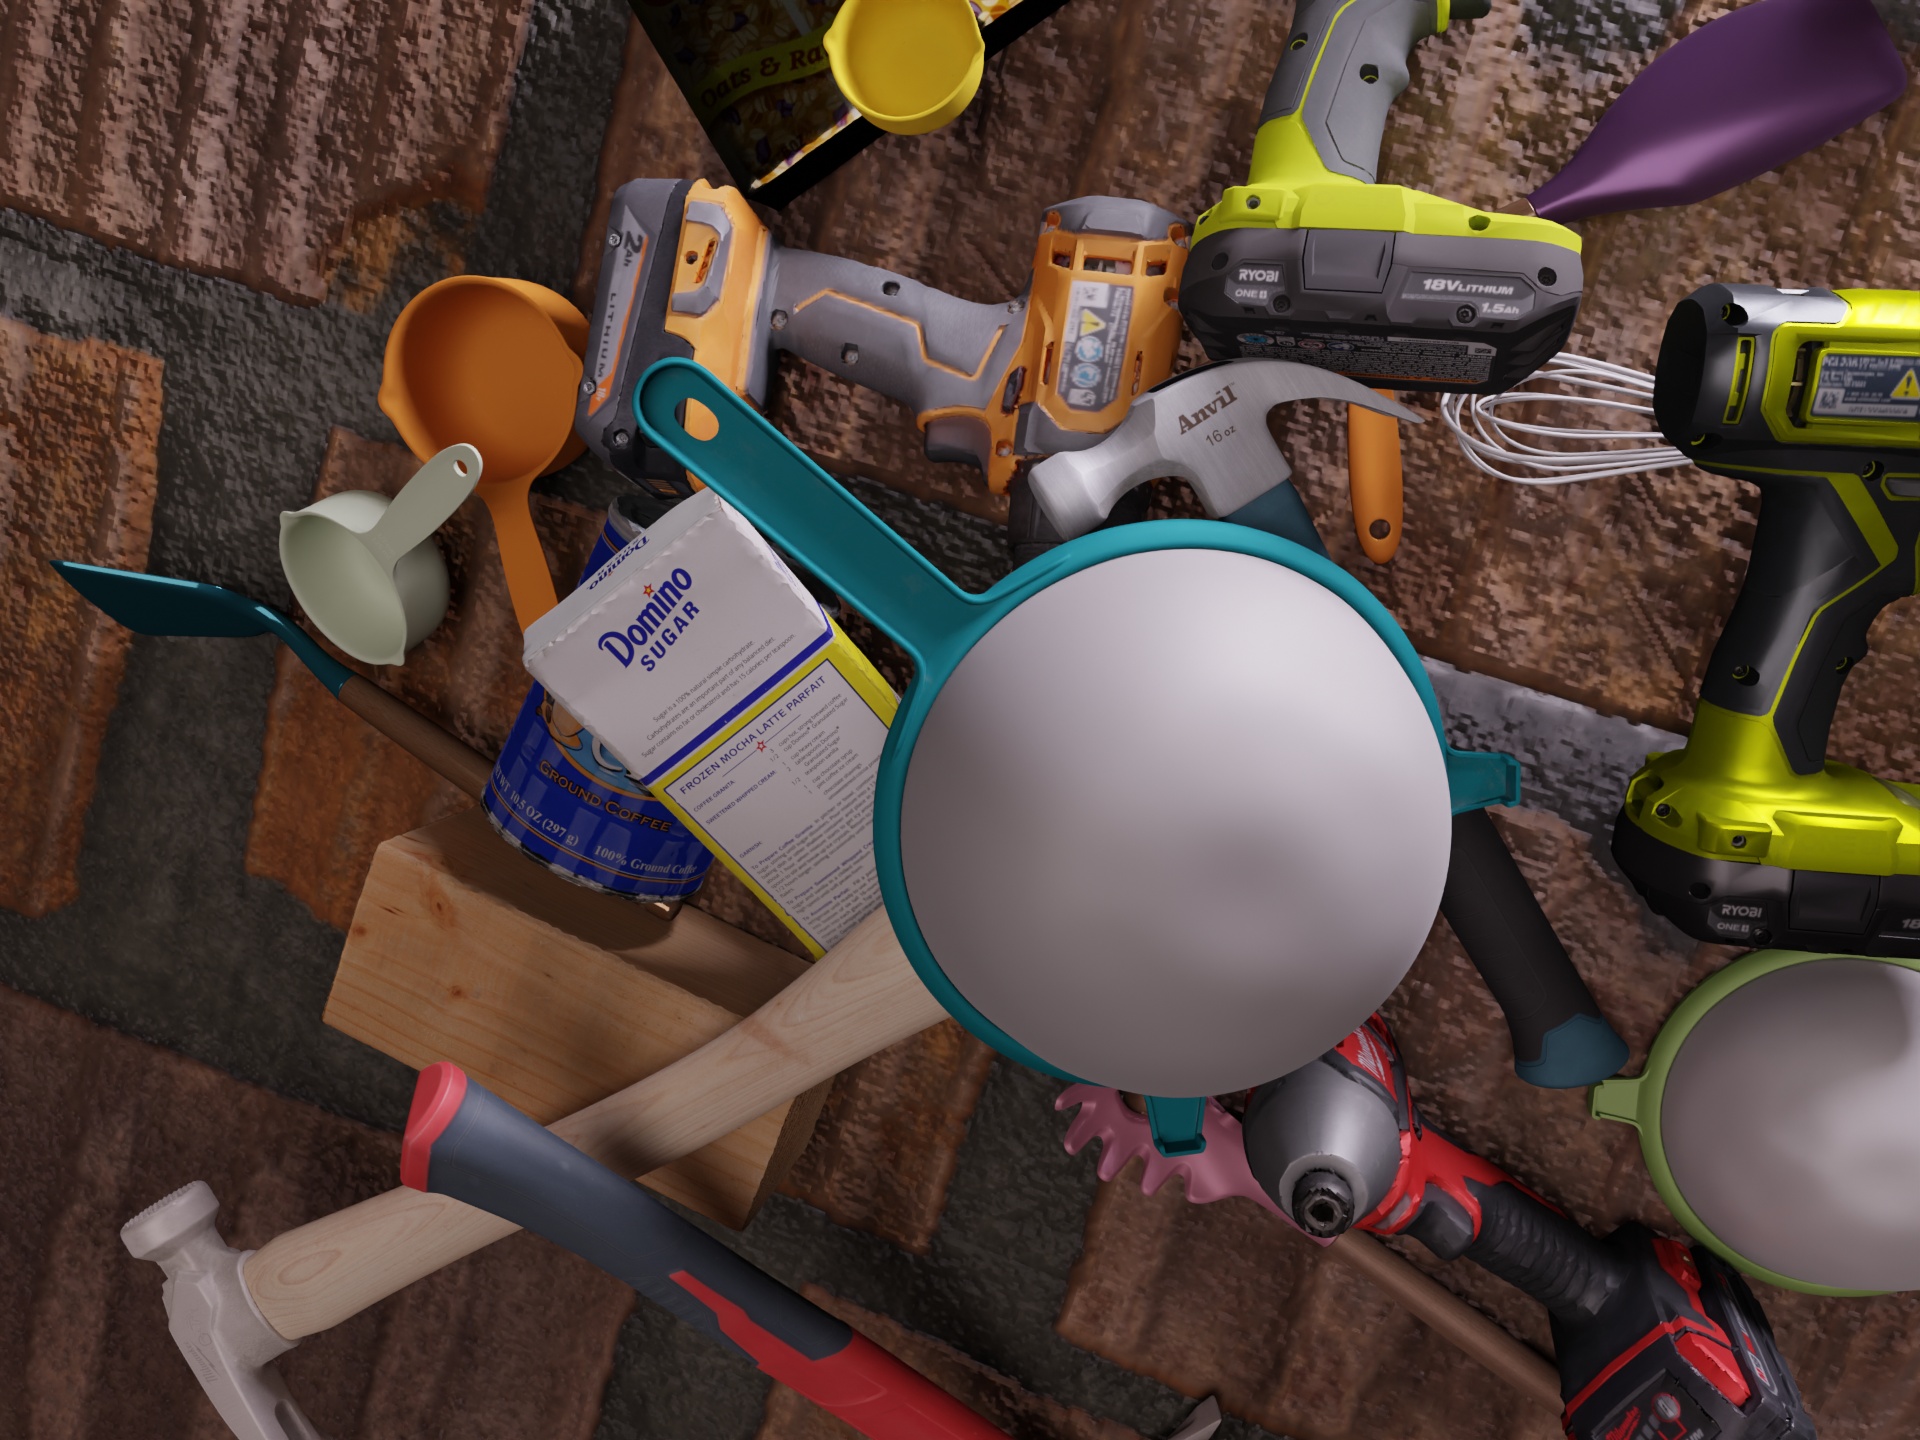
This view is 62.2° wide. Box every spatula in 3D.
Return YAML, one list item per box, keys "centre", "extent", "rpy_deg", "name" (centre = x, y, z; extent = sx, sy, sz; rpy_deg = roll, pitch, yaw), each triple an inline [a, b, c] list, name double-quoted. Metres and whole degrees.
- centre: [0.195, -0.184, 0.614]
  extent: [0.316, 0.018, 0.060]
  rpy_deg: [-26, 86, 15]
  name: "spatula"
- centre: [-0.262, 0.008, 0.717]
  extent: [0.317, 0.082, 0.044]
  rpy_deg: [32, 72, 9]
  name: "spatula"

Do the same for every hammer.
- centre: [-0.052, 0.241, 0.633]
  extent: [0.143, 0.038, 0.386]
  rpy_deg: [-38, 118, 15]
  name: "hammer"
- centre: [-0.155, 0.187, 0.646]
  extent: [0.410, 0.038, 0.146]
  rpy_deg: [-29, 94, 16]
  name: "hammer"
- centre: [0.164, 0.011, 0.600]
  extent: [0.128, 0.033, 0.330]
  rpy_deg: [-33, 106, 3]
  name: "hammer"

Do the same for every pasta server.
- centre: [0.180, 0.237, 0.672]
  extent: [0.316, 0.040, 0.060]
  rpy_deg: [35, 116, 4]
  name: "pasta server"

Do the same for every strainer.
- centre: [0.034, 0.005, 0.508]
  extent: [0.340, 0.095, 0.211]
  rpy_deg: [40, 95, -18]
  name: "strainer"
- centre: [0.377, 0.204, 0.606]
  extent: [0.151, 0.069, 0.256]
  rpy_deg: [-39, 87, 15]
  name: "strainer"

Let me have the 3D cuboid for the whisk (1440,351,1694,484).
- centre: [0.305, -0.106, 0.591]
  extent: [0.246, 0.059, 0.057]
  rpy_deg: [7, 137, 8]
  name: "whisk"

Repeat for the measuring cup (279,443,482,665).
- centre: [-0.234, -0.082, 0.681]
  extent: [0.167, 0.038, 0.083]
  rpy_deg: [-28, 102, 43]
  name: "measuring cup"

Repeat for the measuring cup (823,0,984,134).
- centre: [-0.013, -0.300, 0.603]
  extent: [0.062, 0.029, 0.156]
  rpy_deg: [7, 89, 11]
  name: "measuring cup"

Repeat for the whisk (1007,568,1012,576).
- centre: [0.000, -0.001, 0.674]
  extent: [0.051, 0.047, 0.245]
  rpy_deg: [32, 101, 7]
  name: "whisk"

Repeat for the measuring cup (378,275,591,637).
- centre: [-0.188, -0.107, 0.697]
  extent: [0.095, 0.052, 0.173]
  rpy_deg: [-7, 106, 13]
  name: "measuring cup"

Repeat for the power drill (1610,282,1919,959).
- centre: [0.324, -0.034, 0.555]
  extent: [0.171, 0.080, 0.223]
  rpy_deg: [4, 110, 5]
  name: "power drill"

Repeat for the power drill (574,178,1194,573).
- centre: [-0.030, -0.116, 0.625]
  extent: [0.226, 0.084, 0.185]
  rpy_deg: [8, 85, 7]
  name: "power drill"

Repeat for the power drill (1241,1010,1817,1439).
- centre: [0.202, 0.202, 0.608]
  extent: [0.219, 0.143, 0.078]
  rpy_deg: [39, 108, 2]
  name: "power drill"

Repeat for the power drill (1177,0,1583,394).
- centre: [0.173, -0.239, 0.562]
  extent: [0.190, 0.080, 0.228]
  rpy_deg: [8, 87, 16]
  name: "power drill"

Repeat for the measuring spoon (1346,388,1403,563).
- centre: [0.162, -0.117, 0.624]
  extent: [0.021, 0.011, 0.116]
  rpy_deg: [-6, 109, 9]
  name: "measuring spoon"
